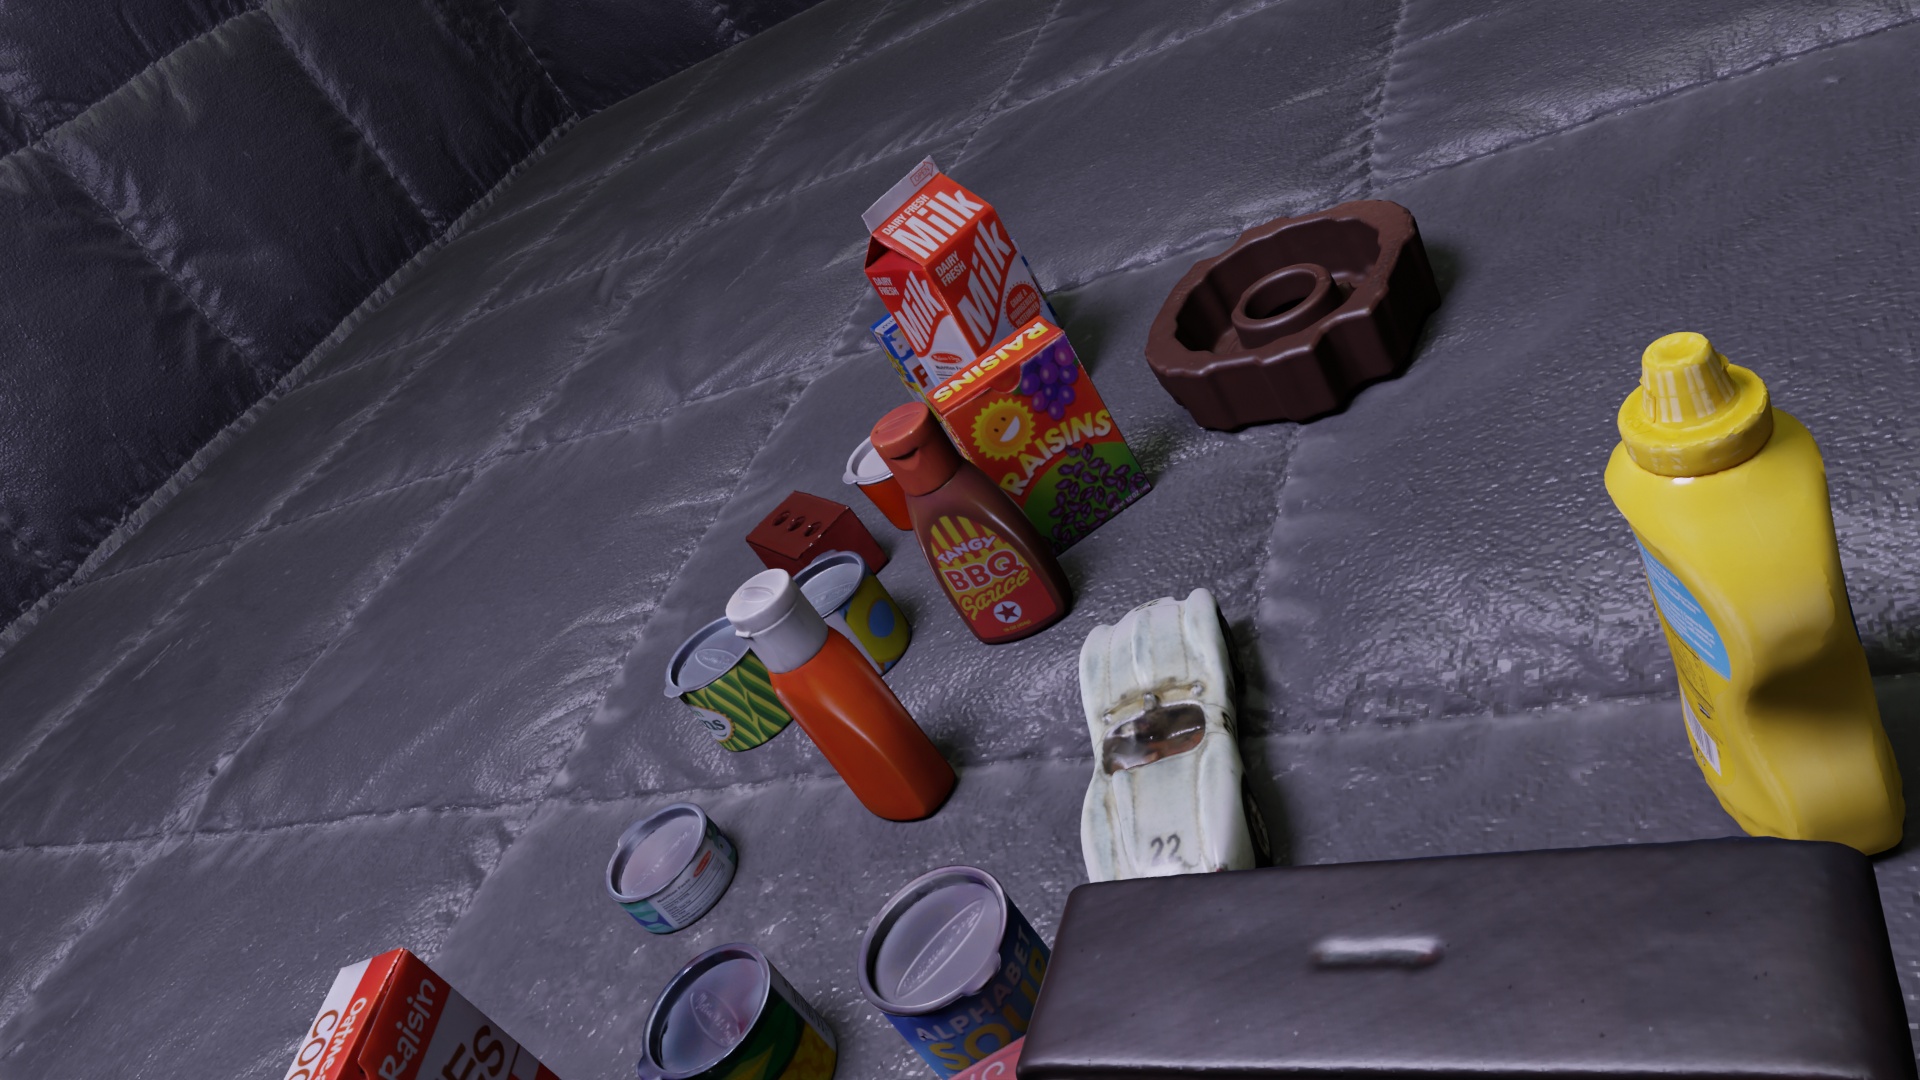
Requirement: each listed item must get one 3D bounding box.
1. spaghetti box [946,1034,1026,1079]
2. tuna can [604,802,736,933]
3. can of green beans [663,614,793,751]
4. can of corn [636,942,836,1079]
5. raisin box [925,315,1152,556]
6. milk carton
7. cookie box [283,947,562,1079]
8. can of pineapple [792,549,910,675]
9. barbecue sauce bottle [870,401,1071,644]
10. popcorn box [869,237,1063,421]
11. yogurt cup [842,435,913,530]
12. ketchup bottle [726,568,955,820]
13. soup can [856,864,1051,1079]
[{"bbox_3d":[-0.038,0.253,0.523,0.250,0.050,0.029,-31,30,4],"label":"spaghetti box"},{"bbox_3d":[-0.160,0.180,0.766,0.071,0.032,0.071,-24,31,16],"label":"tuna can"},{"bbox_3d":[-0.138,0.087,0.855,0.071,0.057,0.071,-24,31,16],"label":"can of green beans"},{"bbox_3d":[-0.099,0.225,0.615,0.071,0.058,0.071,-24,31,16],"label":"can of corn"},{"bbox_3d":[0.047,-0.058,0.823,0.086,0.123,0.040,-35,29,-2],"label":"raisin box"},{"bbox_3d":[0.003,-0.163,0.952,0.072,0.190,0.073,-47,32,-23],"label":"milk carton"},{"bbox_3d":[-0.200,0.262,0.549,0.040,0.167,0.123,-22,32,20],"label":"cookie box"},{"bbox_3d":[-0.071,0.048,0.848,0.071,0.057,0.071,-24,31,16],"label":"can of pineapple"},{"bbox_3d":[0.003,-0.010,0.770,0.065,0.148,0.044,-21,32,21],"label":"barbecue sauce bottle"},{"bbox_3d":[0.005,-0.162,1.055,0.127,0.085,0.038,-39,30,-10],"label":"popcorn box"},{"bbox_3d":[-0.036,-0.044,0.953,0.072,0.053,0.073,-24,31,16],"label":"yogurt cup"},{"bbox_3d":[-0.063,0.079,0.703,0.064,0.148,0.044,4,46,47],"label":"ketchup bottle"},{"bbox_3d":[0.010,0.182,0.548,0.071,0.083,0.072,-24,31,16],"label":"soup can"}]
